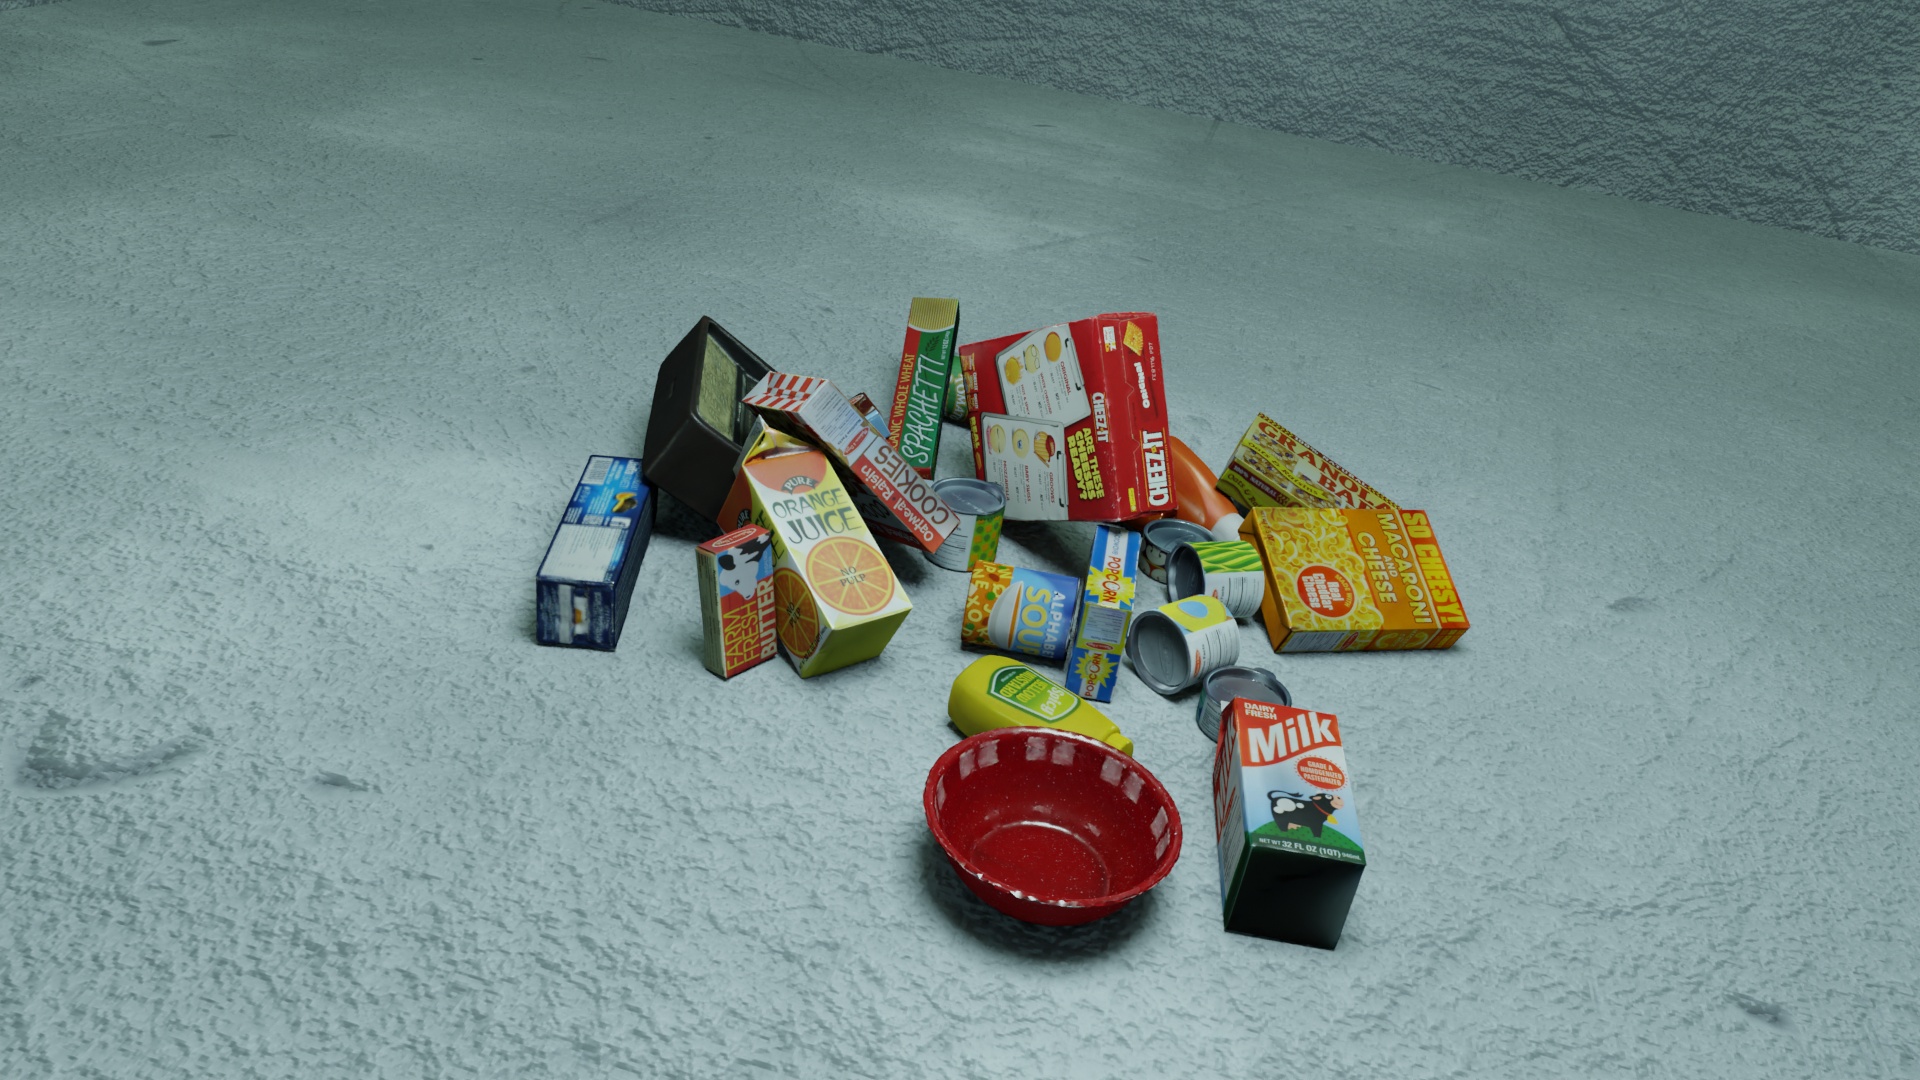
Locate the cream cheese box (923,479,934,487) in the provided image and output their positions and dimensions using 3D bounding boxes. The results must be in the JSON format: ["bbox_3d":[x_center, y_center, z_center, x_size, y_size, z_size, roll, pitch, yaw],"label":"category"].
[{"bbox_3d":[-0.076,-0.038,1.251,0.104,0.024,0.053,7,29,-3],"label":"cream cheese box"}]

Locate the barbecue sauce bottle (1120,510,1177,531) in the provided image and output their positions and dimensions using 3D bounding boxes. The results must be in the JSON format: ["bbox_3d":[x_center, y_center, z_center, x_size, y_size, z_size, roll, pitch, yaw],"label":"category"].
[{"bbox_3d":[0.132,-0.048,1.306,0.149,0.043,0.065,28,35,29],"label":"barbecue sauce bottle"}]

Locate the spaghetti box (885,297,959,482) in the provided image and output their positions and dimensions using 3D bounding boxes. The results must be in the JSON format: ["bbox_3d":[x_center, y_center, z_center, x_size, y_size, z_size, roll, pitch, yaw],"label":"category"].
[{"bbox_3d":[-0.037,-0.150,1.367,0.050,0.028,0.251,3,49,6],"label":"spaghetti box"}]

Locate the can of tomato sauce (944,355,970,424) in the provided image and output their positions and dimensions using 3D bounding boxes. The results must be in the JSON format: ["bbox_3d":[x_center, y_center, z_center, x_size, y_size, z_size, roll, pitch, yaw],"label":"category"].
[{"bbox_3d":[-0.010,-0.158,1.436,0.083,0.070,0.071,17,30,15],"label":"can of tomato sauce"}]

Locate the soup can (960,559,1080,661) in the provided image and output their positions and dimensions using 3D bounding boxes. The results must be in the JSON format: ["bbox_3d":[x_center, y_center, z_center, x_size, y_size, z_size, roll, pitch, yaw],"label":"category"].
[{"bbox_3d":[0.046,0.055,1.079,0.084,0.071,0.072,10,29,3],"label":"soup can"}]

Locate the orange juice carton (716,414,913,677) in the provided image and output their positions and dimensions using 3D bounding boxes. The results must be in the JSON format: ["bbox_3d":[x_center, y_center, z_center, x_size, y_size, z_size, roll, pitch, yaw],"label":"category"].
[{"bbox_3d":[-0.121,0.000,1.050,0.073,0.071,0.193,-15,63,-36],"label":"orange juice carton"}]

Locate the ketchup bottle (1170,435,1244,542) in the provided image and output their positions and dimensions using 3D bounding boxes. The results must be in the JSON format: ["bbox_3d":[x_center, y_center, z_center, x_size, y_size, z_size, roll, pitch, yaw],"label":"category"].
[{"bbox_3d":[0.222,-0.033,1.289,0.043,0.064,0.149,-4,40,-37],"label":"ketchup bottle"}]

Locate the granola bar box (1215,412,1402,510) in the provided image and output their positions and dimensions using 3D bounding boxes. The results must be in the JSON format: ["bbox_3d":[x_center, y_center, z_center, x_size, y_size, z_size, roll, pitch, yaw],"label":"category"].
[{"bbox_3d":[0.327,-0.040,1.297,0.165,0.039,0.125,35,33,4],"label":"granola bar box"}]

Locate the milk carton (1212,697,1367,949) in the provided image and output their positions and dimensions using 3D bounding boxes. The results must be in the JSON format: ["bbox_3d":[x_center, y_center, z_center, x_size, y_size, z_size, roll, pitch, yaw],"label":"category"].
[{"bbox_3d":[0.211,0.168,0.917,0.072,0.073,0.191,9,30,1],"label":"milk carton"}]

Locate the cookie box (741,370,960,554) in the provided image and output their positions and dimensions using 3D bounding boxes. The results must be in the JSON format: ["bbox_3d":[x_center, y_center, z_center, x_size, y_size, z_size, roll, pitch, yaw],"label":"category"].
[{"bbox_3d":[-0.089,-0.065,1.129,0.040,0.167,0.123,-50,28,-13],"label":"cookie box"}]

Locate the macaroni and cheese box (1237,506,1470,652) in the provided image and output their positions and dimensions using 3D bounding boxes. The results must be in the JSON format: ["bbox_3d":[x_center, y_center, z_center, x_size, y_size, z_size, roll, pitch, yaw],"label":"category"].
[{"bbox_3d":[0.332,0.032,1.180,0.167,0.040,0.124,1,56,-15],"label":"macaroni and cheese box"}]

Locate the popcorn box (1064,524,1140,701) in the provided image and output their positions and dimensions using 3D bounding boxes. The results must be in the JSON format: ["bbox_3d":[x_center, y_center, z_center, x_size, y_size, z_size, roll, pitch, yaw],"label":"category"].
[{"bbox_3d":[0.111,0.054,1.080,0.038,0.084,0.127,12,29,4],"label":"popcorn box"}]

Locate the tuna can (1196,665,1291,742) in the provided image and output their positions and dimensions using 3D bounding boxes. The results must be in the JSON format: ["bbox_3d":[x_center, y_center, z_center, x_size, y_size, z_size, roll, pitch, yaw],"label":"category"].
[{"bbox_3d":[0.212,0.124,1.037,0.071,0.032,0.071,7,30,-4],"label":"tuna can"}]

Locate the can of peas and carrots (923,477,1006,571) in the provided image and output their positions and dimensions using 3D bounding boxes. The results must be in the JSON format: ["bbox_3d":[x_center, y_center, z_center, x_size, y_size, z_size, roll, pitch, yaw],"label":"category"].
[{"bbox_3d":[0.004,-0.015,1.198,0.071,0.058,0.071,7,29,-4],"label":"can of peas and carrots"}]

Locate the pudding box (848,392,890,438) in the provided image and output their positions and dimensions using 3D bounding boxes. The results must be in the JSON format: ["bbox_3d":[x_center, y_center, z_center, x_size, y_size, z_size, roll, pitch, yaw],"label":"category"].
[{"bbox_3d":[-0.113,-0.099,1.304,0.084,0.030,0.050,-33,39,-6],"label":"pudding box"}]

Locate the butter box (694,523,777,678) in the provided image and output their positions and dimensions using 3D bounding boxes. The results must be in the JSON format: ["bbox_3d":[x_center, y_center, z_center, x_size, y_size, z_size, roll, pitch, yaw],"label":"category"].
[{"bbox_3d":[-0.161,0.044,1.006,0.024,0.103,0.053,21,32,37],"label":"butter box"}]

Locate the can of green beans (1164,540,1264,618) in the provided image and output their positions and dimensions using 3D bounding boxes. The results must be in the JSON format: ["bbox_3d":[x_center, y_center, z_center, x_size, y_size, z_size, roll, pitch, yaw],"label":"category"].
[{"bbox_3d":[0.213,0.033,1.162,0.058,0.071,0.071,-2,31,-19],"label":"can of green beans"}]

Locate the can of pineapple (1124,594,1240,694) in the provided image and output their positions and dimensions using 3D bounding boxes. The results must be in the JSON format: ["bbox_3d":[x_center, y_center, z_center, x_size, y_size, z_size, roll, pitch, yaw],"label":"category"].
[{"bbox_3d":[0.172,0.079,1.073,0.058,0.070,0.071,-14,37,-35],"label":"can of pineapple"}]

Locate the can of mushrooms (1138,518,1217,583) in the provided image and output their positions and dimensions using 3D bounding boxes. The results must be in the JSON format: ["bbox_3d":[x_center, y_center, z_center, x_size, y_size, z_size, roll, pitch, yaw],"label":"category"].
[{"bbox_3d":[0.194,0.011,1.229,0.071,0.033,0.071,7,29,-4],"label":"can of mushrooms"}]

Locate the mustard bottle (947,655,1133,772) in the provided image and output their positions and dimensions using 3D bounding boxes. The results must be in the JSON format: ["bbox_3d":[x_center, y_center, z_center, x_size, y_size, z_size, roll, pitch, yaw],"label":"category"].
[{"bbox_3d":[0.069,0.134,0.965,0.160,0.048,0.065,25,35,26],"label":"mustard bottle"}]
